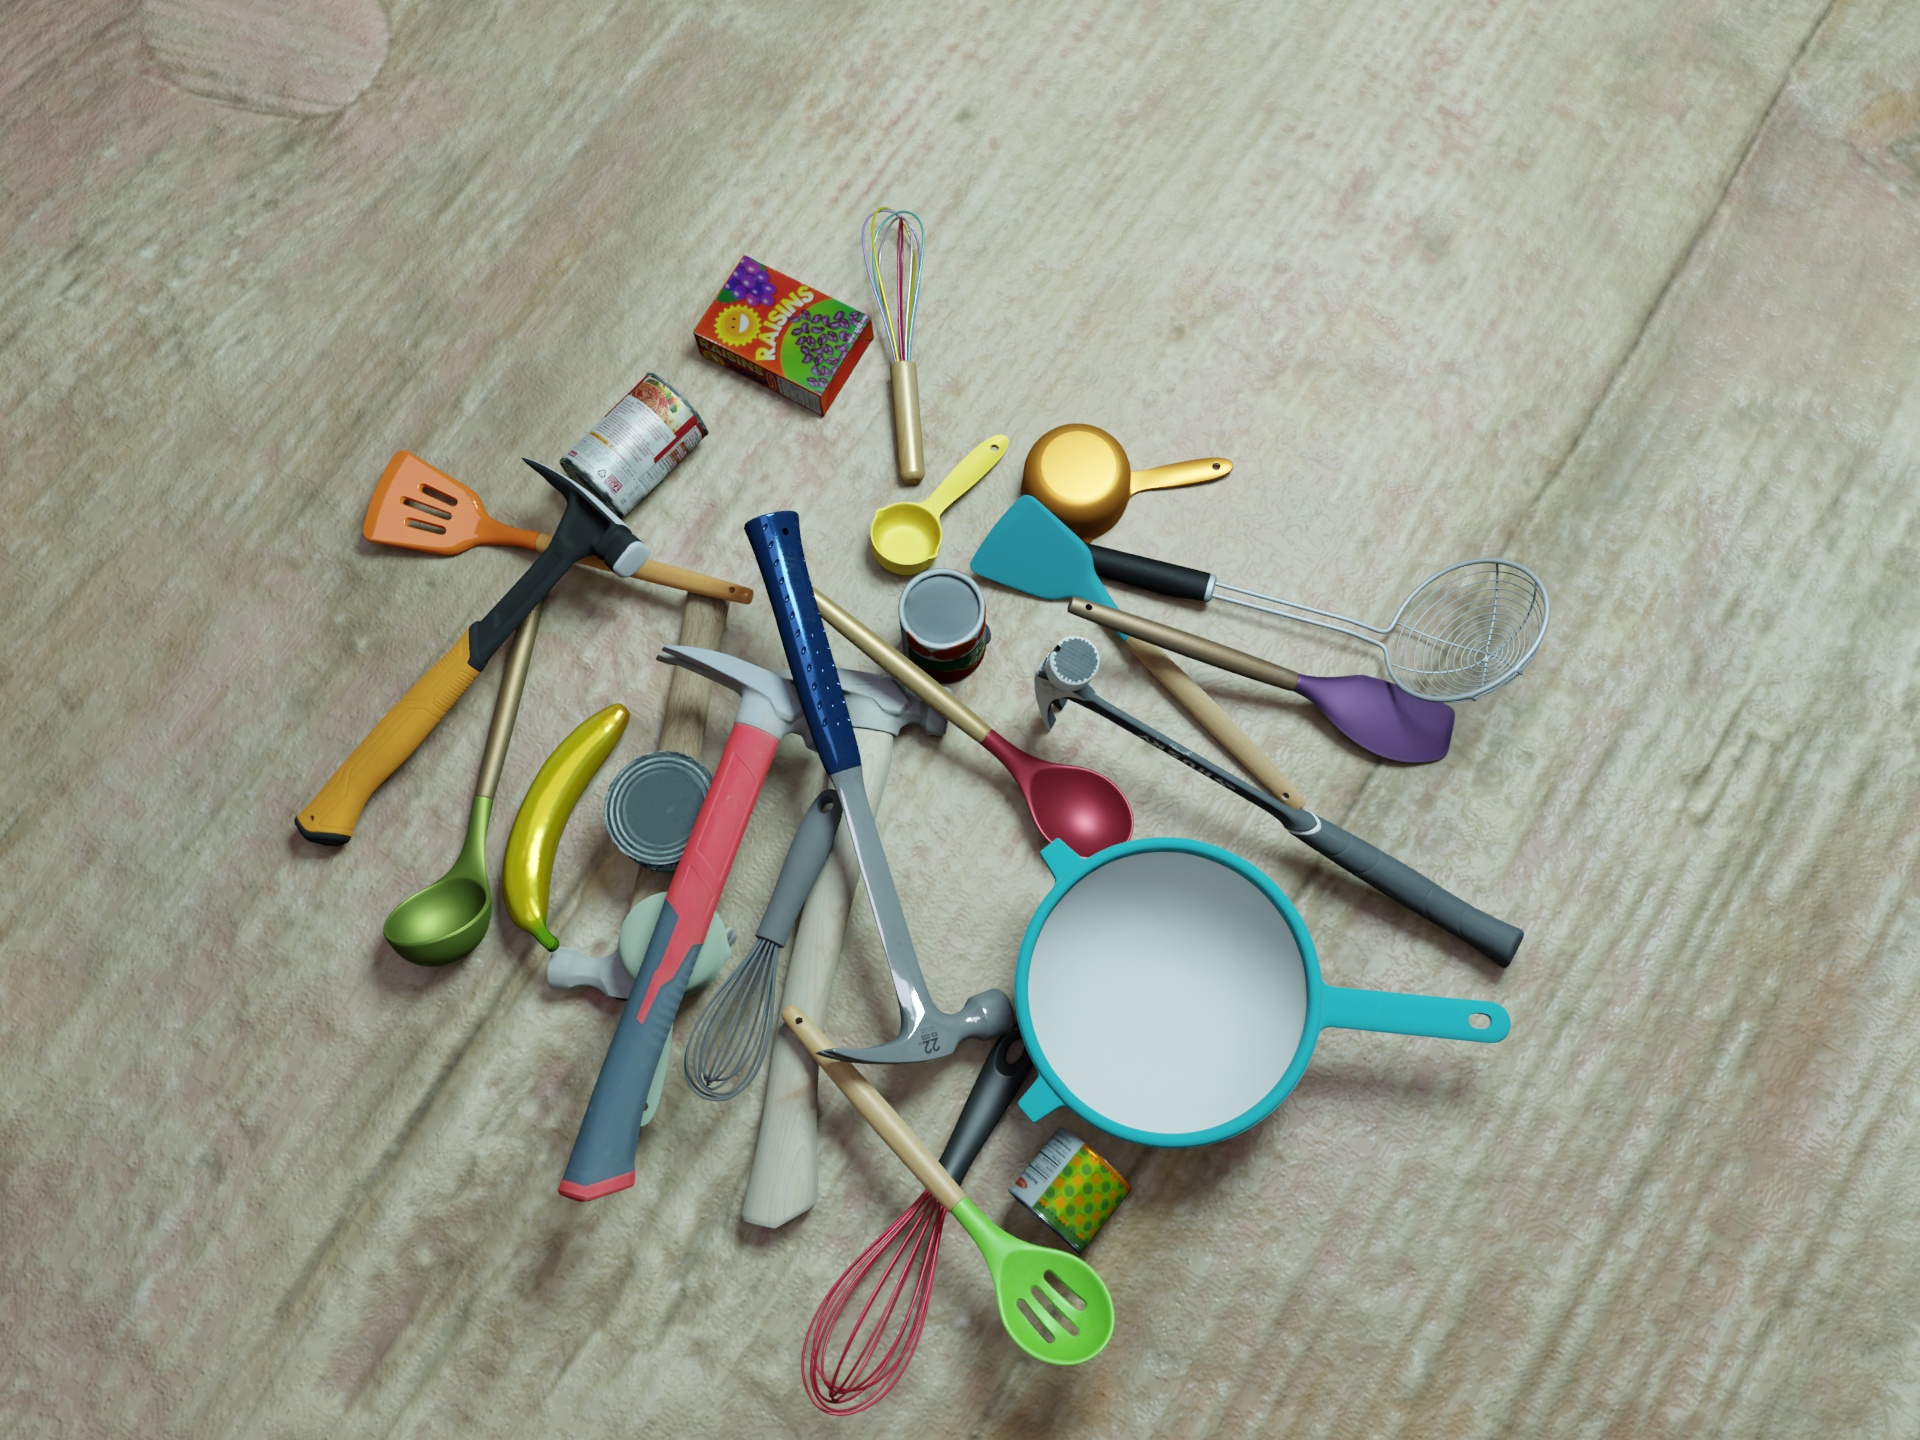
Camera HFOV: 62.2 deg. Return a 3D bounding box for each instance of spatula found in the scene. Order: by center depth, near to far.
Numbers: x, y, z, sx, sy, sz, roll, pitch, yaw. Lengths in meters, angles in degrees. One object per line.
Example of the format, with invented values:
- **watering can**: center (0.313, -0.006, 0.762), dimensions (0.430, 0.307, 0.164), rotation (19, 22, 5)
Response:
- **spatula**: center (0.229, -0.035, 1.205), dimensions (0.316, 0.018, 0.060), rotation (19, 75, -7)
- **spatula**: center (0.144, -0.043, 1.224), dimensions (0.317, 0.044, 0.082), rotation (46, 122, 10)
- **spatula**: center (-0.314, -0.138, 1.253), dimensions (0.322, 0.041, 0.081), rotation (15, 77, 14)

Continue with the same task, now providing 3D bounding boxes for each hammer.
- **hammer**: center (-0.205, 0.134, 1.097), dimensions (0.143, 0.038, 0.386), rotation (24, 67, -14)
- **hammer**: center (-0.084, 0.047, 1.133), dimensions (0.144, 0.035, 0.405), rotation (-14, 84, -29)
- **hammer**: center (0.231, 0.068, 1.164), dimensions (0.409, 0.149, 0.036), rotation (31, 77, 0)
- **hammer**: center (-0.113, 0.159, 1.175), dimensions (0.146, 0.038, 0.411), rotation (9, 74, 5)
- **hammer**: center (-0.216, 0.049, 1.212), dimensions (0.130, 0.031, 0.331), rotation (7, 74, 4)
- **hammer**: center (-0.389, -0.043, 1.212), dimensions (0.127, 0.034, 0.337), rotation (41, 89, 20)

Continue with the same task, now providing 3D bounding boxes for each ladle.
- **ladle**: center (-0.002, -0.004, 1.188), dimensions (0.315, 0.031, 0.069), rotation (39, 70, -3)
- **ladle**: center (-0.363, 0.030, 1.209), dimensions (0.078, 0.062, 0.320), rotation (1, 69, 22)

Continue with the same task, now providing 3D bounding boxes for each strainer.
- **strainer**: center (0.206, 0.200, 1.128), dimensions (0.340, 0.095, 0.211), rotation (6, 76, 1)

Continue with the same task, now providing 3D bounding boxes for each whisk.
- **whisk**: center (-0.021, 0.341, 1.111), dimensions (0.073, 0.073, 0.296), rotation (28, 69, 9)
- **whisk**: center (-0.133, 0.157, 1.136), dimensions (0.055, 0.055, 0.239), rotation (20, 72, 7)
- **whisk**: center (-0.046, -0.312, 1.313), dimensions (0.051, 0.047, 0.245), rotation (-7, 78, 10)

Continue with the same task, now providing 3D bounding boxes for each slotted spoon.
- **slotted spoon**: center (-0.017, 0.309, 1.084), dimensions (0.070, 0.031, 0.314), rotation (-38, 69, -22)

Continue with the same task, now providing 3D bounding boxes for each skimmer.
- **skimmer**: center (0.253, -0.101, 1.212), dimensions (0.363, 0.090, 0.127), rotation (15, 65, 8)

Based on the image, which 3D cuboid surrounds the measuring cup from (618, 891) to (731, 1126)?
- **measuring cup**: center (-0.214, 0.203, 1.130), dimensions (0.083, 0.038, 0.168), rotation (8, 75, 3)

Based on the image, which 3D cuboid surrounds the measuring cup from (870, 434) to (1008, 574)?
- **measuring cup**: center (-0.013, -0.175, 1.283), dimensions (0.062, 0.029, 0.156), rotation (38, 66, 11)

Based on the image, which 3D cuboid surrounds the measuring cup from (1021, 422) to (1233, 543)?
- **measuring cup**: center (0.134, -0.199, 1.266), dimensions (0.173, 0.052, 0.095), rotation (-9, 74, 1)
